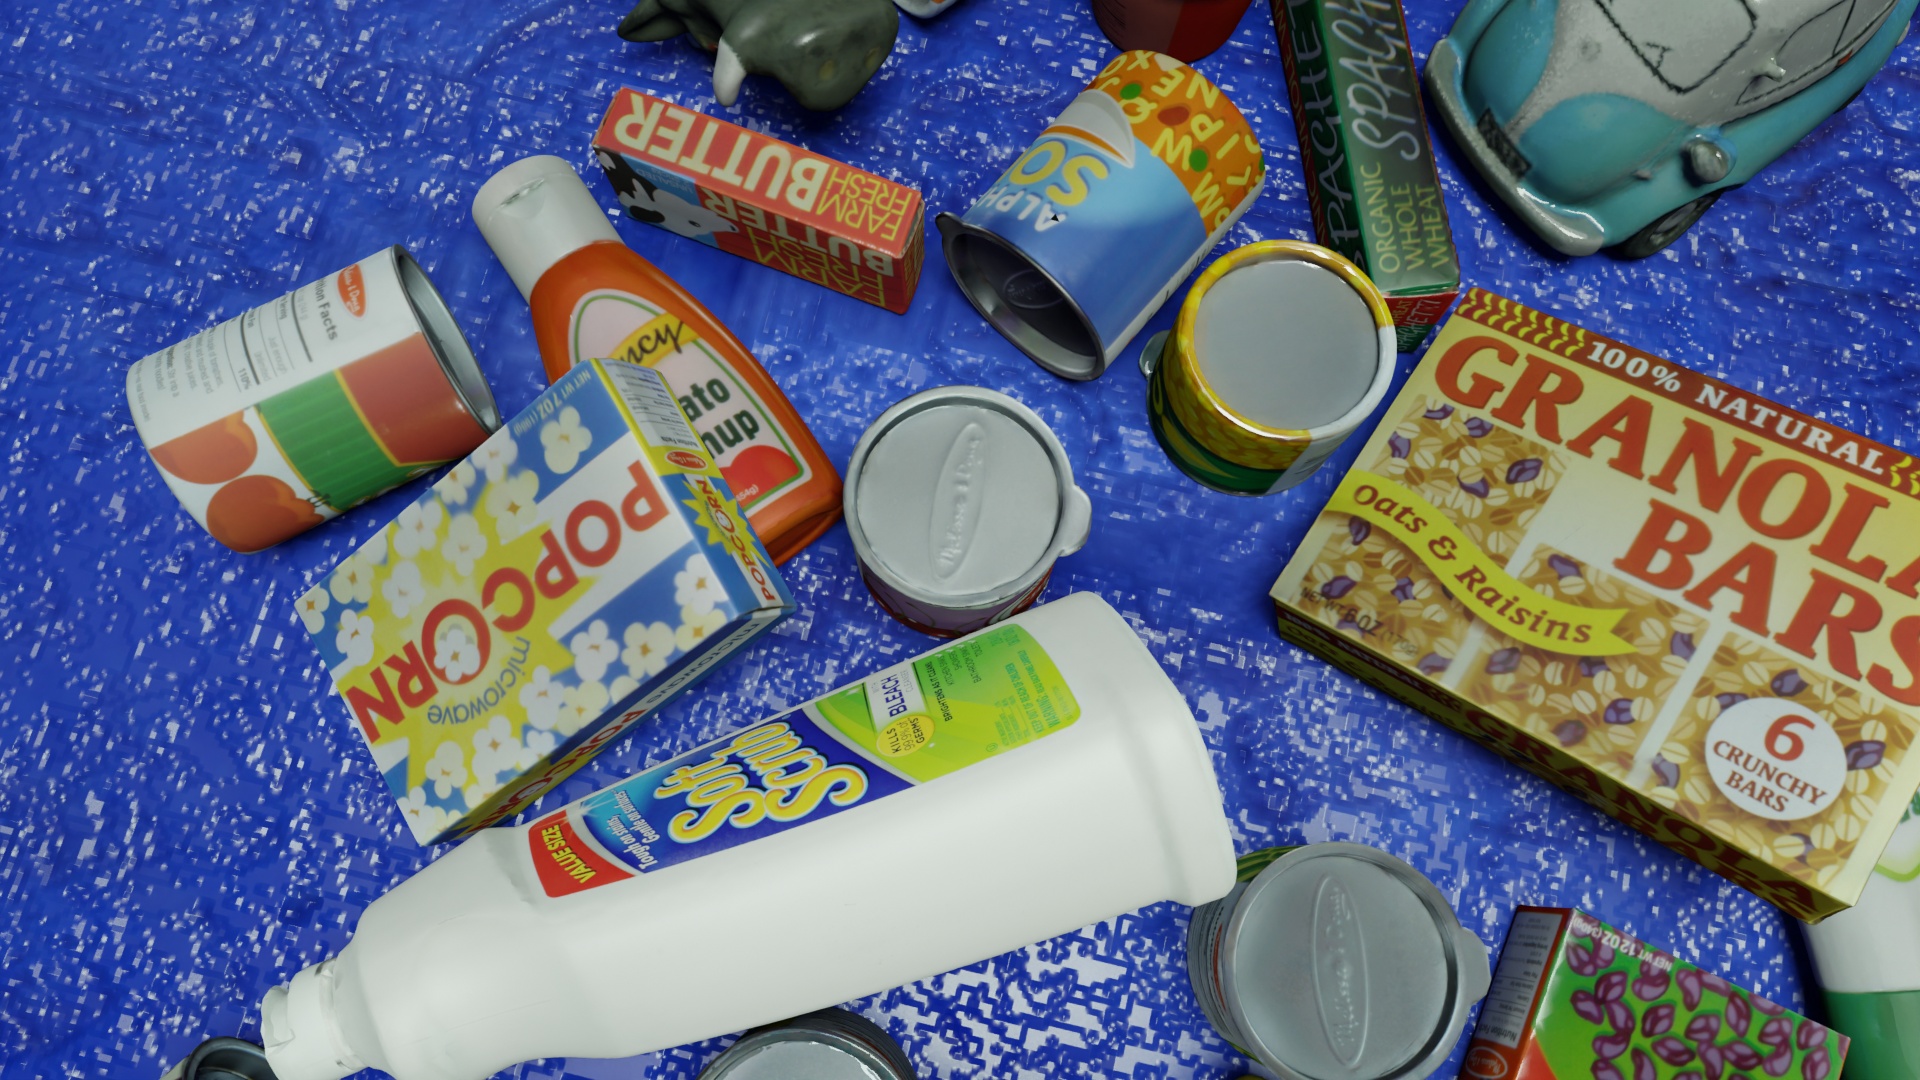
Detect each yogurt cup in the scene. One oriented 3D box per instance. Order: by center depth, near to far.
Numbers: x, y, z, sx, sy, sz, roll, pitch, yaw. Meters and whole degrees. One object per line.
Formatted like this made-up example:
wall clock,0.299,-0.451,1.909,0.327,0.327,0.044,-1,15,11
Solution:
yogurt cup,0.074,-0.200,0.472,0.072,0.054,0.072,0,77,-1

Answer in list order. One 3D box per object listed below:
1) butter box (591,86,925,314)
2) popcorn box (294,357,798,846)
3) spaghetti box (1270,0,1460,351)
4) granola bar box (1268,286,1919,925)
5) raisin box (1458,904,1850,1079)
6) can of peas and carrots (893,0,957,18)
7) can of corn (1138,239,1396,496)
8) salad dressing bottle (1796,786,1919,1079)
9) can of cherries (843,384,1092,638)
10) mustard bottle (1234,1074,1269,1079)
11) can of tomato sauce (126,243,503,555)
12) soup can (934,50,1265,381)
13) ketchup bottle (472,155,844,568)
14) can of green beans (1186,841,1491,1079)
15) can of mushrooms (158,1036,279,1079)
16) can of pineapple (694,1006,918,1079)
butter box,-0.062,-0.108,0.447,0.103,0.053,0.024,20,79,4
popcorn box,-0.120,0.019,0.398,0.126,0.038,0.085,-35,79,17
spaghetti box,0.126,-0.188,0.472,0.029,0.050,0.250,-7,77,-1
granola bar box,0.195,0.012,0.404,0.166,0.039,0.124,30,78,27
raisin box,0.183,0.178,0.391,0.086,0.040,0.123,25,76,4
can of peas and carrots,-0.006,-0.222,0.468,0.059,0.071,0.071,-38,80,-9
can of corn,0.093,-0.054,0.435,0.071,0.058,0.071,0,76,-2
salad dressing bottle,0.265,0.093,0.411,0.064,0.044,0.148,-7,77,1
can of cherries,0.002,-0.005,0.421,0.071,0.058,0.071,0,76,-1
mustard bottle,0.093,0.168,0.329,0.065,0.160,0.049,30,79,7
can of tomato sauce,-0.192,-0.041,0.422,0.083,0.071,0.071,-27,79,-7
soup can,0.044,-0.105,0.441,0.071,0.071,0.084,40,78,8
ketchup bottle,-0.100,-0.054,0.438,0.065,0.043,0.149,-35,79,-6
can of green beans,0.101,0.119,0.393,0.071,0.057,0.071,0,76,-1
can of mushrooms,-0.194,0.168,0.368,0.033,0.071,0.071,-41,81,-8
can of pineapple,-0.044,0.165,0.378,0.071,0.057,0.071,0,76,-1
